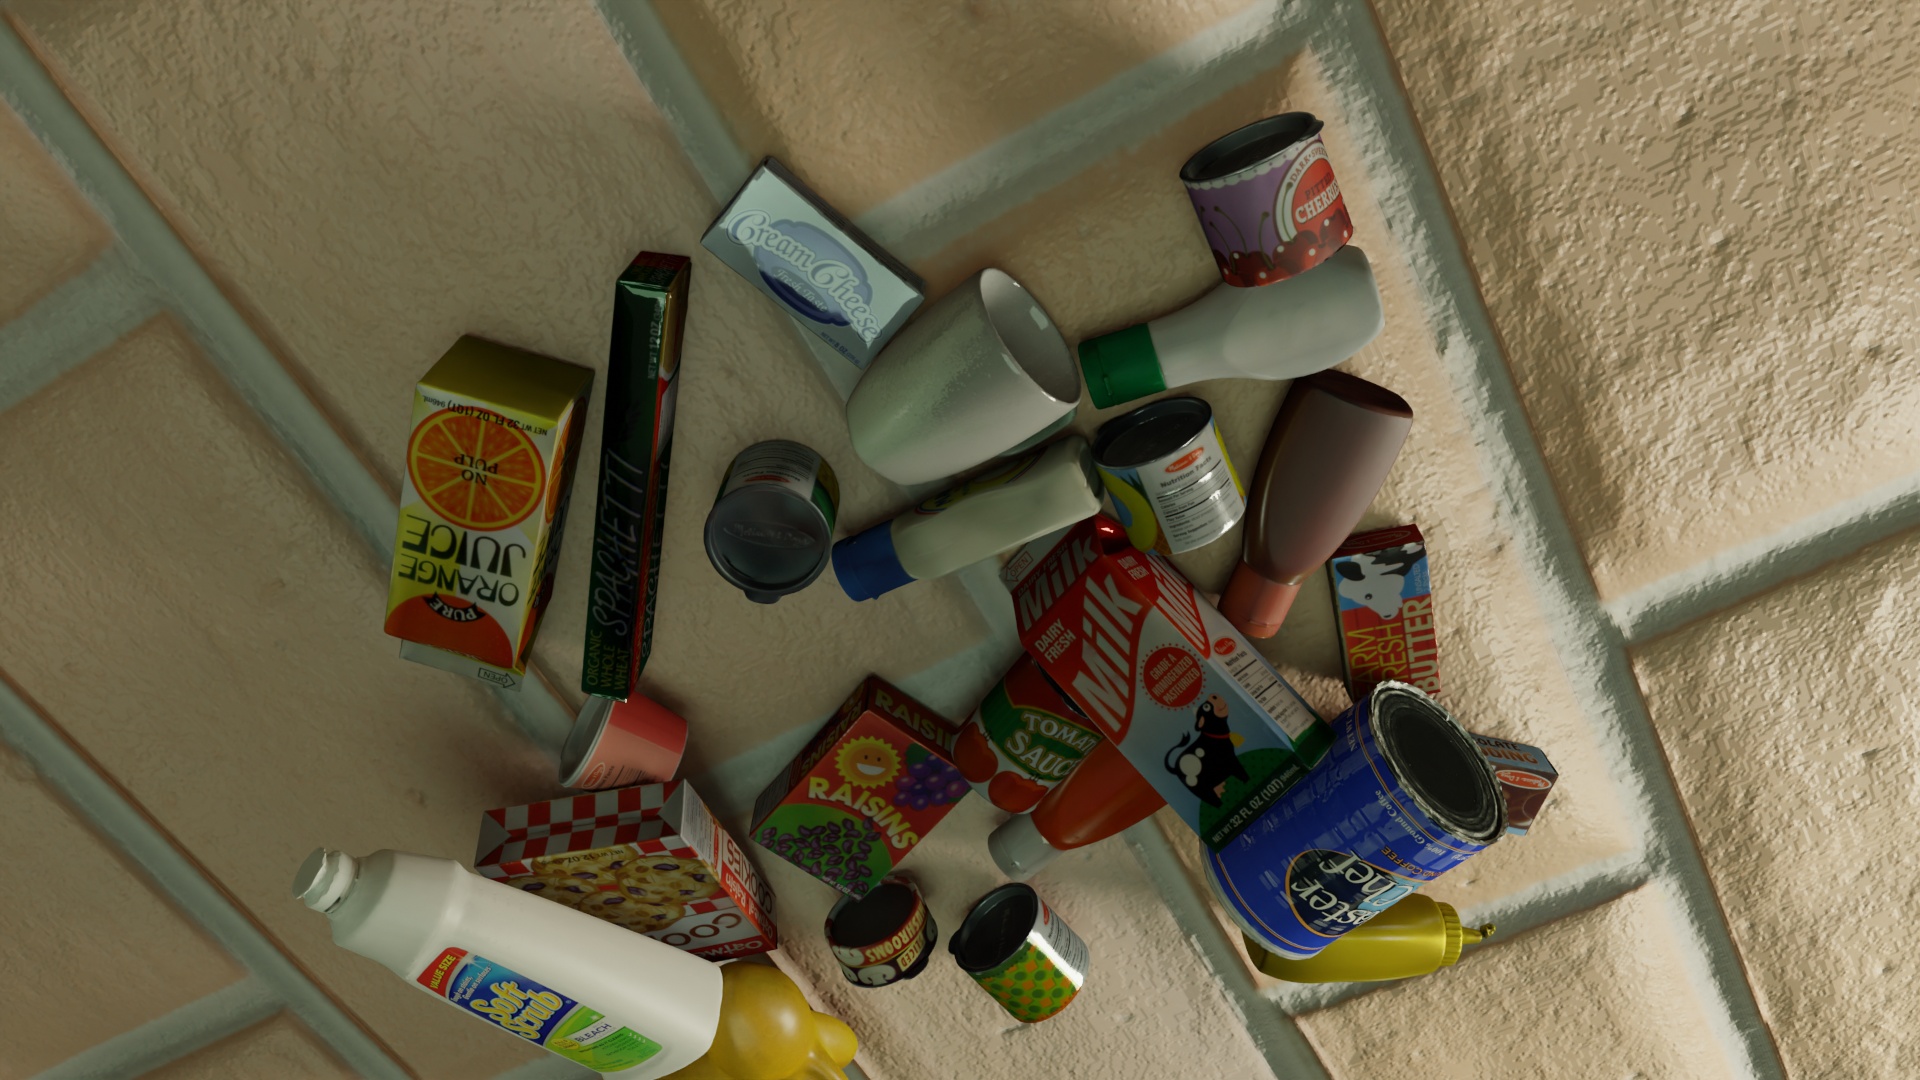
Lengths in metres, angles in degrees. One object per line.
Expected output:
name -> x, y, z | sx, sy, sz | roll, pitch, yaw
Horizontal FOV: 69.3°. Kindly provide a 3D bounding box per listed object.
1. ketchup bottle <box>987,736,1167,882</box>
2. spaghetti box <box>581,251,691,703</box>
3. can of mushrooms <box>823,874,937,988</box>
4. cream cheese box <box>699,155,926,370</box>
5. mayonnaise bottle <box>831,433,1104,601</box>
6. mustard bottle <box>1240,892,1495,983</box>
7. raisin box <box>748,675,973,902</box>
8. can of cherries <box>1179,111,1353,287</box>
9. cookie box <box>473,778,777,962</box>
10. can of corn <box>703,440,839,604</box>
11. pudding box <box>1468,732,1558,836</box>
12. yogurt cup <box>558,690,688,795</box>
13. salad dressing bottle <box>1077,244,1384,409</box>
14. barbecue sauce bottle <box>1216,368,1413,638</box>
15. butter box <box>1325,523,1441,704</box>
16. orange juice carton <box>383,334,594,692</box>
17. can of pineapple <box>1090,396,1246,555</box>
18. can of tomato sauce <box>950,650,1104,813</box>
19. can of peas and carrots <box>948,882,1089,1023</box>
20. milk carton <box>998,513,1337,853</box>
ketchup bottle -> 0.080, 0.151, 0.833 | 0.064, 0.044, 0.148 | 42, 111, -17
spaghetti box -> -0.174, -0.028, 0.740 | 0.029, 0.050, 0.248 | 11, 117, -3
can of mushrooms -> -0.049, 0.245, 0.870 | 0.071, 0.071, 0.033 | -18, 115, 10
cream cheese box -> -0.072, -0.138, 0.695 | 0.103, 0.024, 0.053 | 37, 111, -17
mayonnaise bottle -> 0.003, -0.009, 0.742 | 0.148, 0.065, 0.041 | -22, 105, 16
mustard bottle -> 0.259, 0.246, 0.870 | 0.160, 0.065, 0.048 | 4, 114, -6
raisin box -> -0.057, 0.151, 0.839 | 0.086, 0.040, 0.123 | 35, 114, -15
can of cherries -> 0.146, -0.160, 0.654 | 0.071, 0.072, 0.058 | -22, 115, 12
cookie box -> -0.194, 0.209, 0.837 | 0.123, 0.040, 0.166 | -11, 140, 7
can of corn -> -0.100, -0.011, 0.743 | 0.071, 0.058, 0.070 | 0, 118, 1
pudding box -> 0.306, 0.144, 0.834 | 0.084, 0.030, 0.049 | 13, 116, -6
yogurt cup -> -0.195, 0.120, 0.812 | 0.054, 0.073, 0.072 | 27, 115, -22
salad dressing bottle -> 0.134, -0.104, 0.700 | 0.147, 0.044, 0.064 | -16, 118, 10
barbecue sauce bottle -> 0.182, -0.016, 0.744 | 0.065, 0.044, 0.147 | 17, 117, -6
butter box -> 0.239, 0.043, 0.785 | 0.053, 0.024, 0.103 | -12, 116, 8
orange juice carton -> -0.255, -0.004, 0.741 | 0.072, 0.073, 0.191 | 16, 117, -7
can of pineapple -> 0.108, -0.034, 0.725 | 0.071, 0.071, 0.057 | -21, 116, 12
can of tomato sauce -> 0.044, 0.107, 0.796 | 0.071, 0.071, 0.082 | 32, 114, -15
can of peas and carrots -> 0.037, 0.263, 0.880 | 0.071, 0.071, 0.058 | -34, 113, 17
milk carton -> 0.104, 0.065, 0.747 | 0.191, 0.073, 0.072 | 48, 114, 14
